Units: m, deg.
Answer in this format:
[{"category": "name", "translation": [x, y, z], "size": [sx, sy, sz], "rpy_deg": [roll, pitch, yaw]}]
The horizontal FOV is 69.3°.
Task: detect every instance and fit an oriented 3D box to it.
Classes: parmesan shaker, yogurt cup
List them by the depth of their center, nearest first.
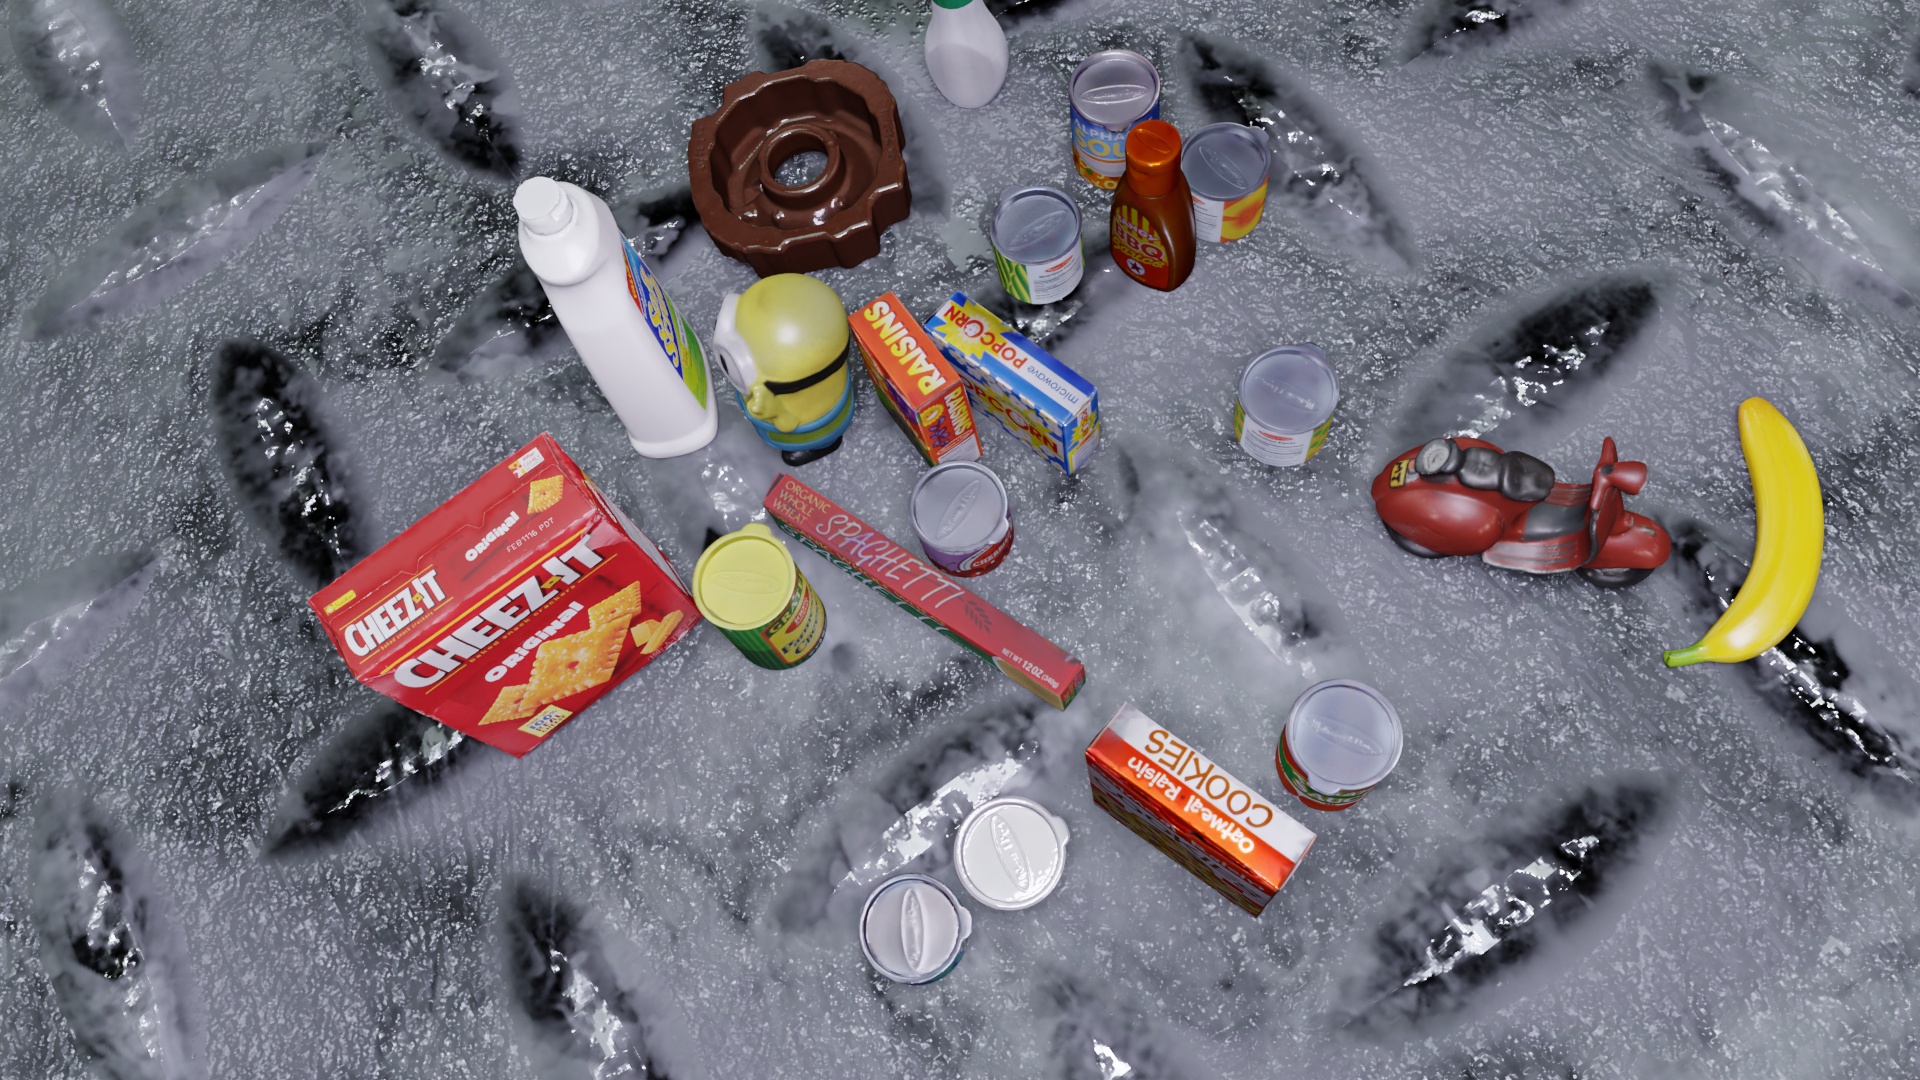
[{"category": "yogurt cup", "translation": [0.033, 0.197, 0.862], "size": [0.072, 0.053, 0.072], "rpy_deg": [-2, 70, 6]}, {"category": "parmesan shaker", "translation": [-0.129, 0.039, 0.915], "size": [0.071, 0.102, 0.071], "rpy_deg": [-2, 70, 6]}]

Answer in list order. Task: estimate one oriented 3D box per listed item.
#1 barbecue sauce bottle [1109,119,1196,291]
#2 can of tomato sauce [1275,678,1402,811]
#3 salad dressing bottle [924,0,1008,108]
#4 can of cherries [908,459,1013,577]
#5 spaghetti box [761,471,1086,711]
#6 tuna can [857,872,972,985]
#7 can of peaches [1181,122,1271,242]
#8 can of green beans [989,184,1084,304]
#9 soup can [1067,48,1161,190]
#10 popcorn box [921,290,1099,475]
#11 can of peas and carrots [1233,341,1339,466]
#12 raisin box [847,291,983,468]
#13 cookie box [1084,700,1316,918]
[{"category": "barbecue sauce bottle", "translation": [0.133, -0.231, 0.960], "size": [0.065, 0.148, 0.044], "rpy_deg": [36, 78, 18]}, {"category": "can of tomato sauce", "translation": [0.228, 0.128, 0.848], "size": [0.071, 0.083, 0.071], "rpy_deg": [-2, 70, 6]}, {"category": "salad dressing bottle", "translation": [0.000, -0.385, 1.035], "size": [0.064, 0.147, 0.044], "rpy_deg": [10, 72, 11]}, {"category": "can of cherries", "translation": [0.003, -0.012, 0.942], "size": [0.071, 0.058, 0.072], "rpy_deg": [-2, 70, 6]}, {"category": "spaghetti box", "translation": [-0.027, 0.033, 0.933], "size": [0.250, 0.050, 0.029], "rpy_deg": [32, 77, 17]}, {"category": "tuna can", "translation": [-0.026, 0.242, 0.864], "size": [0.071, 0.032, 0.071], "rpy_deg": [-2, 69, 6]}, {"category": "can of peaches", "translation": [0.192, -0.261, 1.012], "size": [0.071, 0.058, 0.071], "rpy_deg": [-2, 70, 6]}, {"category": "can of green beans", "translation": [0.057, -0.215, 1.012], "size": [0.071, 0.057, 0.071], "rpy_deg": [-2, 70, 6]}, {"category": "soup can", "translation": [0.114, -0.306, 1.025], "size": [0.071, 0.083, 0.071], "rpy_deg": [-2, 70, 6]}, {"category": "popcorn box", "translation": [0.037, -0.107, 0.959], "size": [0.127, 0.085, 0.038], "rpy_deg": [38, 79, 18]}, {"category": "can of peas and carrots", "translation": [0.222, -0.093, 0.945], "size": [0.071, 0.058, 0.071], "rpy_deg": [-2, 70, 6]}, {"category": "raisin box", "translation": [-0.030, -0.102, 0.945], "size": [0.040, 0.123, 0.086], "rpy_deg": [-34, 69, -5]}, {"category": "cookie box", "translation": [0.134, 0.161, 0.802], "size": [0.123, 0.167, 0.040], "rpy_deg": [34, 78, 17]}]
